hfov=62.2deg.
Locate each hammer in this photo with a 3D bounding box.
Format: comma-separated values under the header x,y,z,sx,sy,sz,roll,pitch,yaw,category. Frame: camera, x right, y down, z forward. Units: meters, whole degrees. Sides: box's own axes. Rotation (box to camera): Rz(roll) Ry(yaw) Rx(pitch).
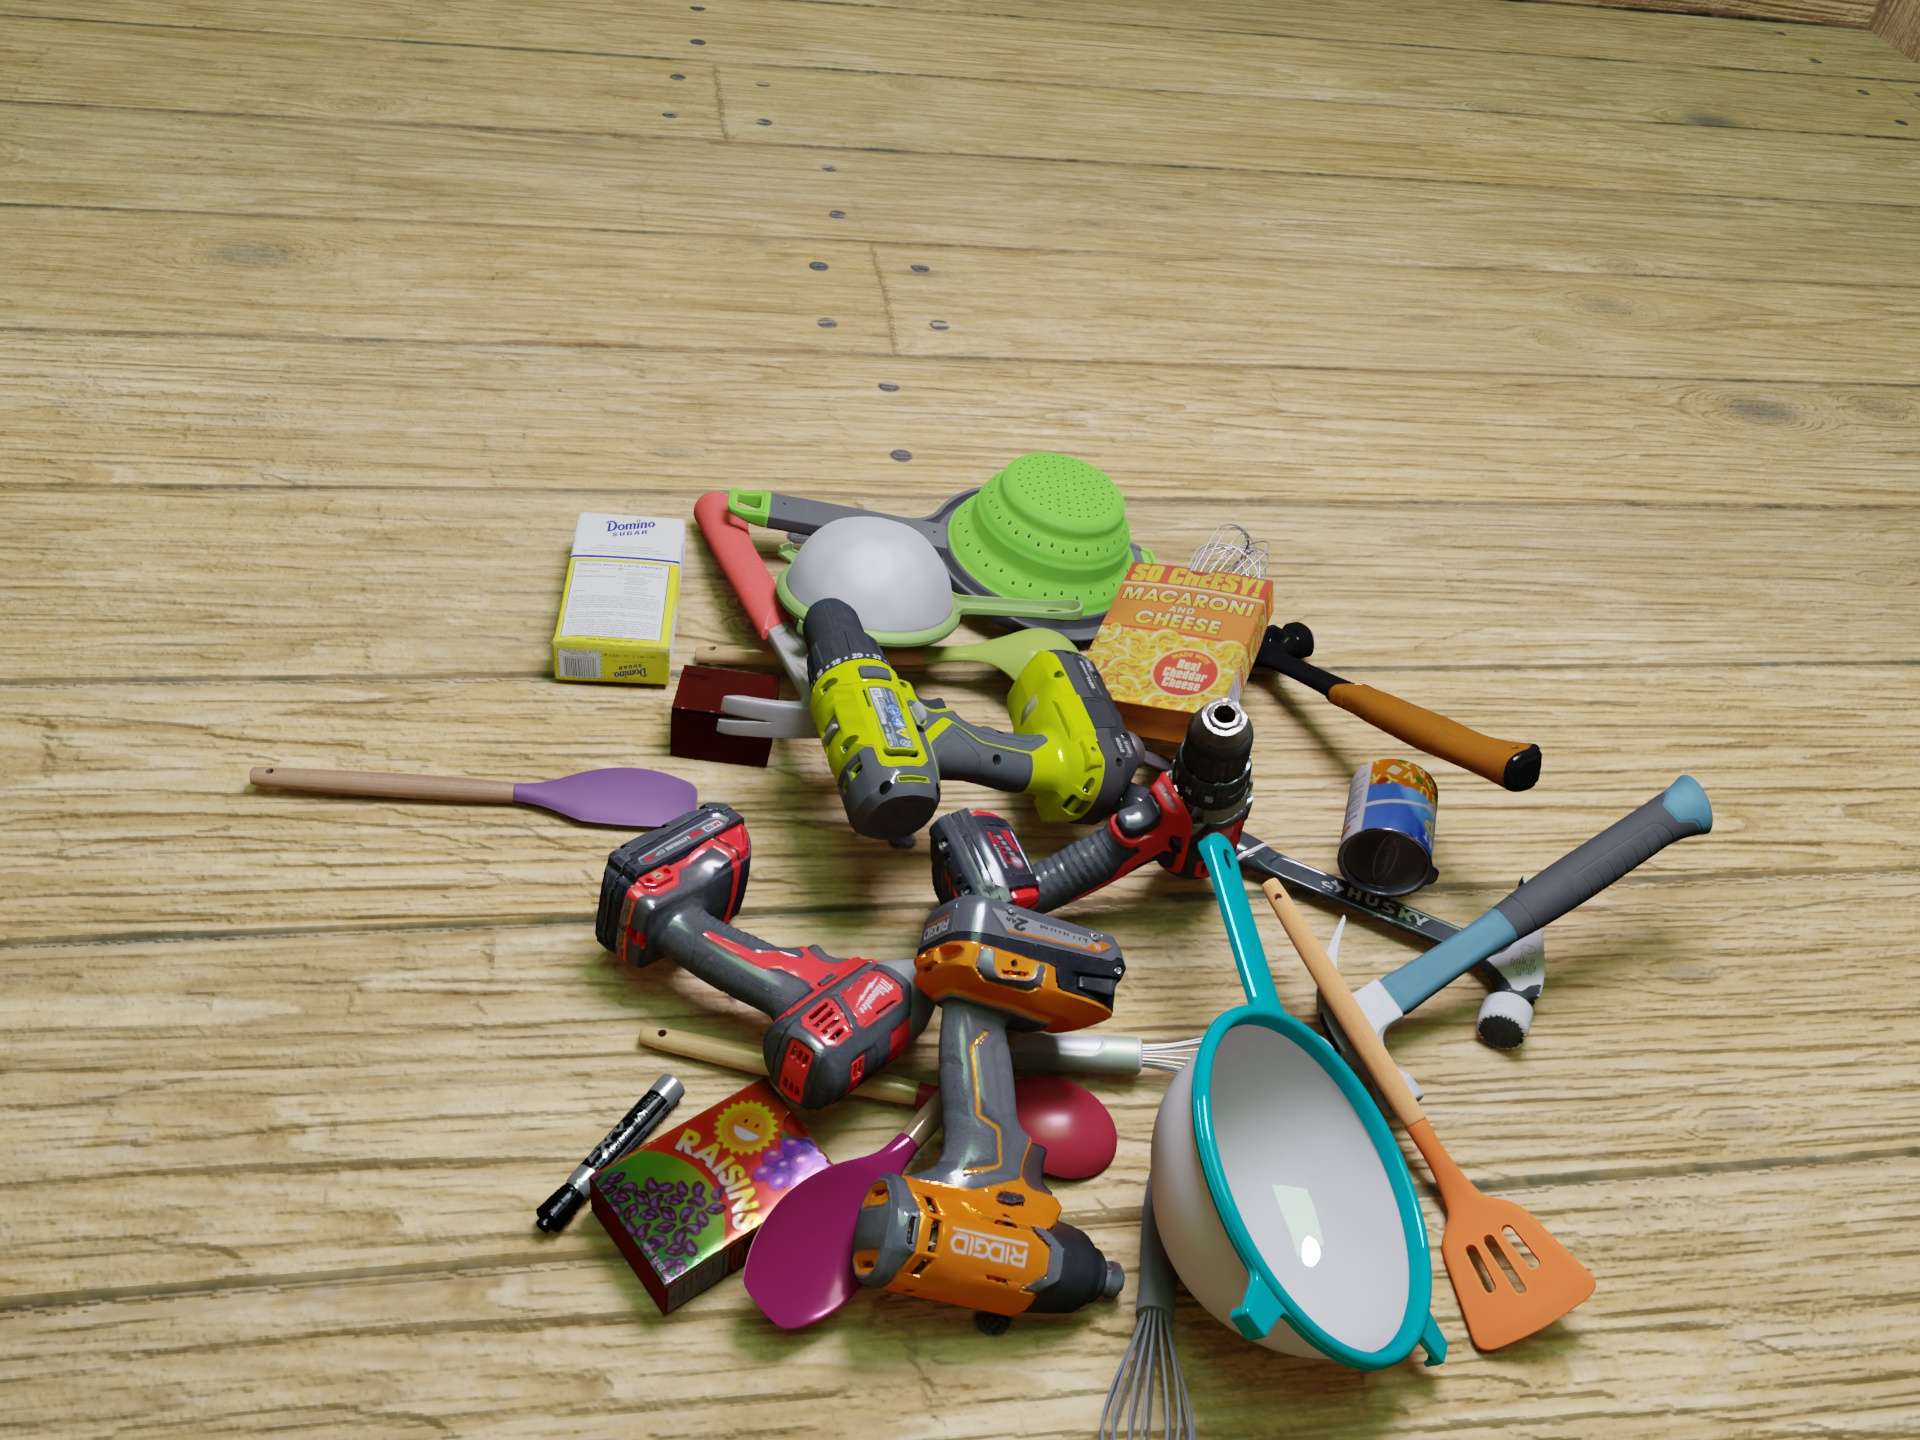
x,y,z,sx,sy,sz,roll,pitch,yaw,category
0.313,-0.012,1.243,0.127,0.034,0.337,-14,24,-23,hammer
0.392,0.137,1.110,0.331,0.033,0.128,-30,63,-11,hammer
0.240,0.105,1.201,0.409,0.036,0.149,23,43,14,hammer
-0.166,-0.093,1.283,0.149,0.036,0.359,1,32,-27,hammer

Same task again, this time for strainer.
x,y,z,sx,sy,sz,roll,pitch,yaw,category
0.167,0.231,0.971,0.210,0.095,0.341,25,42,-38,strainer
-0.018,-0.118,1.281,0.256,0.069,0.152,3,31,-15,strainer

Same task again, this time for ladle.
x,y,z,sx,sy,sz,roll,pitch,yaw,category
-0.053,0.233,1.019,0.315,0.031,0.069,11,44,4,ladle
-0.056,-0.044,1.307,0.320,0.062,0.078,0,40,0,ladle

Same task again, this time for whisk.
x,y,z,sx,sy,sz,roll,pitch,yaw,category
0.115,0.345,0.919,0.055,0.055,0.239,13,38,3,whisk
0.186,-0.083,1.376,0.070,0.070,0.285,30,51,20,whisk
0.125,0.221,1.049,0.246,0.059,0.058,3,33,-1,whisk

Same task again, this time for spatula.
x,y,z,sx,sy,sz,roll,pitch,yaw,category
0.281,0.237,1.026,0.081,0.041,0.323,-31,64,5,spatula
-0.352,0.049,1.162,0.316,0.018,0.060,4,42,-8,spatula

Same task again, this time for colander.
x,y,z,sx,sy,sz,roll,pitch,yaw,category
0.001,-0.182,1.383,0.397,0.094,0.205,9,42,-11,colander

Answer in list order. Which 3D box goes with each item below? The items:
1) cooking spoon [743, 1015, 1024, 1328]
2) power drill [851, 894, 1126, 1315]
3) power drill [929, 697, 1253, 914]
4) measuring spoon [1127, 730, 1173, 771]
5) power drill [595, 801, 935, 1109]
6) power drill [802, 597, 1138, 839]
x,y,z,sx,sy,sz,roll,pitch,yaw,category
-0.016,0.242,0.977,0.069,0.017,0.319,50,53,-1,cooking spoon
0.034,0.235,0.948,0.164,0.084,0.227,20,64,-19,power drill
0.097,0.074,1.079,0.226,0.187,0.080,-20,60,-12,power drill
0.147,0.024,1.228,0.034,0.018,0.124,47,15,25,measuring spoon
-0.120,0.150,1.038,0.220,0.078,0.143,32,35,24,power drill
-0.002,-0.004,1.143,0.228,0.080,0.191,4,48,-32,power drill
